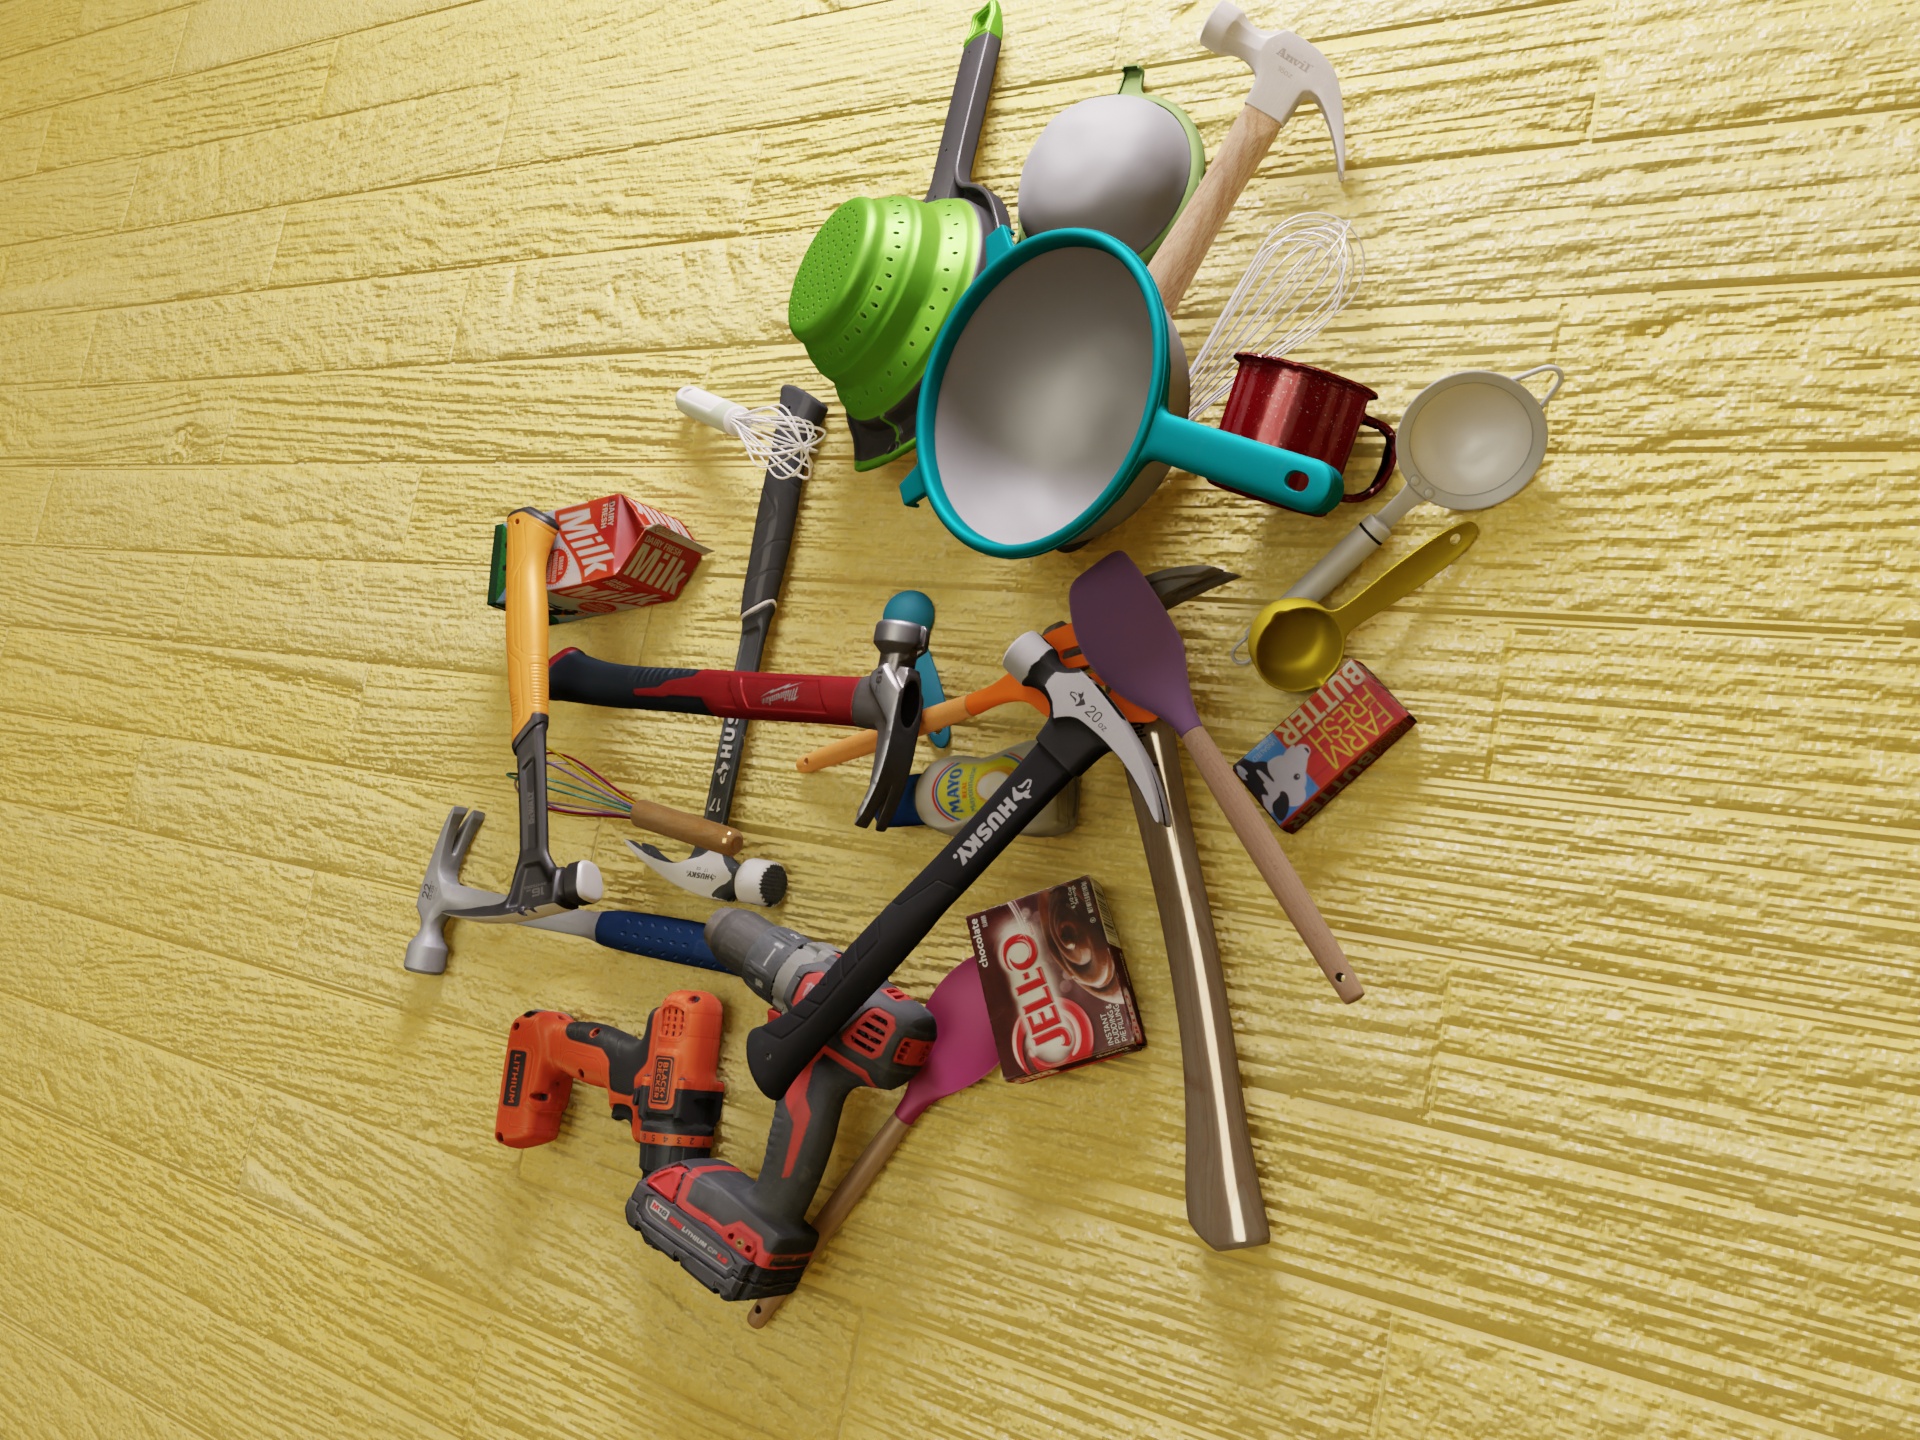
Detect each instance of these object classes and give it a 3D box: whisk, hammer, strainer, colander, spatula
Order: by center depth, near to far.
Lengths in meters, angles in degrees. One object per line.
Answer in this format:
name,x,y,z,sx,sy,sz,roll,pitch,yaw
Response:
spatula,0.148,0.029,0.943,0.060,0.018,0.316,-37,63,16
strainer,0.259,-0.124,0.972,0.087,0.050,0.258,41,112,-11
hammer,0.142,0.108,0.974,0.146,0.038,0.411,-25,67,41
strainer,0.115,-0.178,0.985,0.341,0.095,0.211,29,103,43
hammer,-0.015,0.113,0.997,0.335,0.035,0.146,-48,69,8
whisk,0.157,-0.217,1.054,0.284,0.070,0.070,-48,57,19
hammer,0.145,-0.303,1.078,0.130,0.031,0.331,33,104,8
spatula,-0.002,-0.003,1.086,0.322,0.041,0.081,-19,72,43
strainer,0.052,-0.363,1.149,0.256,0.069,0.152,-34,62,20
colander,-0.044,-0.385,1.173,0.204,0.094,0.397,-14,60,54
hammer,-0.188,-0.006,1.185,0.386,0.038,0.143,4,80,38
whisk,-0.262,0.063,1.219,0.245,0.051,0.047,14,79,34
hammer,-0.164,-0.065,1.234,0.149,0.036,0.409,4,79,35
hammer,-0.341,-0.010,1.239,0.127,0.034,0.337,-14,69,21
whisk,-0.171,-0.233,1.242,0.058,0.059,0.247,-33,33,-17
hammer,-0.289,0.156,1.255,0.406,0.035,0.144,4,80,34

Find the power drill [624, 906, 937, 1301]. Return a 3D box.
power drill,-0.137,0.252,1.079,0.188,0.080,0.227,27,89,29

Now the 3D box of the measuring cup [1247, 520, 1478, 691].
measuring cup,0.245,-0.076,0.972,0.156,0.062,0.029,-35,24,6

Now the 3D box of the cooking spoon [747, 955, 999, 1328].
cooking spoon,-0.053,0.289,1.078,0.069,0.017,0.319,40,100,29

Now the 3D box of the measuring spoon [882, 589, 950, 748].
measuring spoon,-0.031,-0.039,1.147,0.042,0.021,0.129,-27,63,25
